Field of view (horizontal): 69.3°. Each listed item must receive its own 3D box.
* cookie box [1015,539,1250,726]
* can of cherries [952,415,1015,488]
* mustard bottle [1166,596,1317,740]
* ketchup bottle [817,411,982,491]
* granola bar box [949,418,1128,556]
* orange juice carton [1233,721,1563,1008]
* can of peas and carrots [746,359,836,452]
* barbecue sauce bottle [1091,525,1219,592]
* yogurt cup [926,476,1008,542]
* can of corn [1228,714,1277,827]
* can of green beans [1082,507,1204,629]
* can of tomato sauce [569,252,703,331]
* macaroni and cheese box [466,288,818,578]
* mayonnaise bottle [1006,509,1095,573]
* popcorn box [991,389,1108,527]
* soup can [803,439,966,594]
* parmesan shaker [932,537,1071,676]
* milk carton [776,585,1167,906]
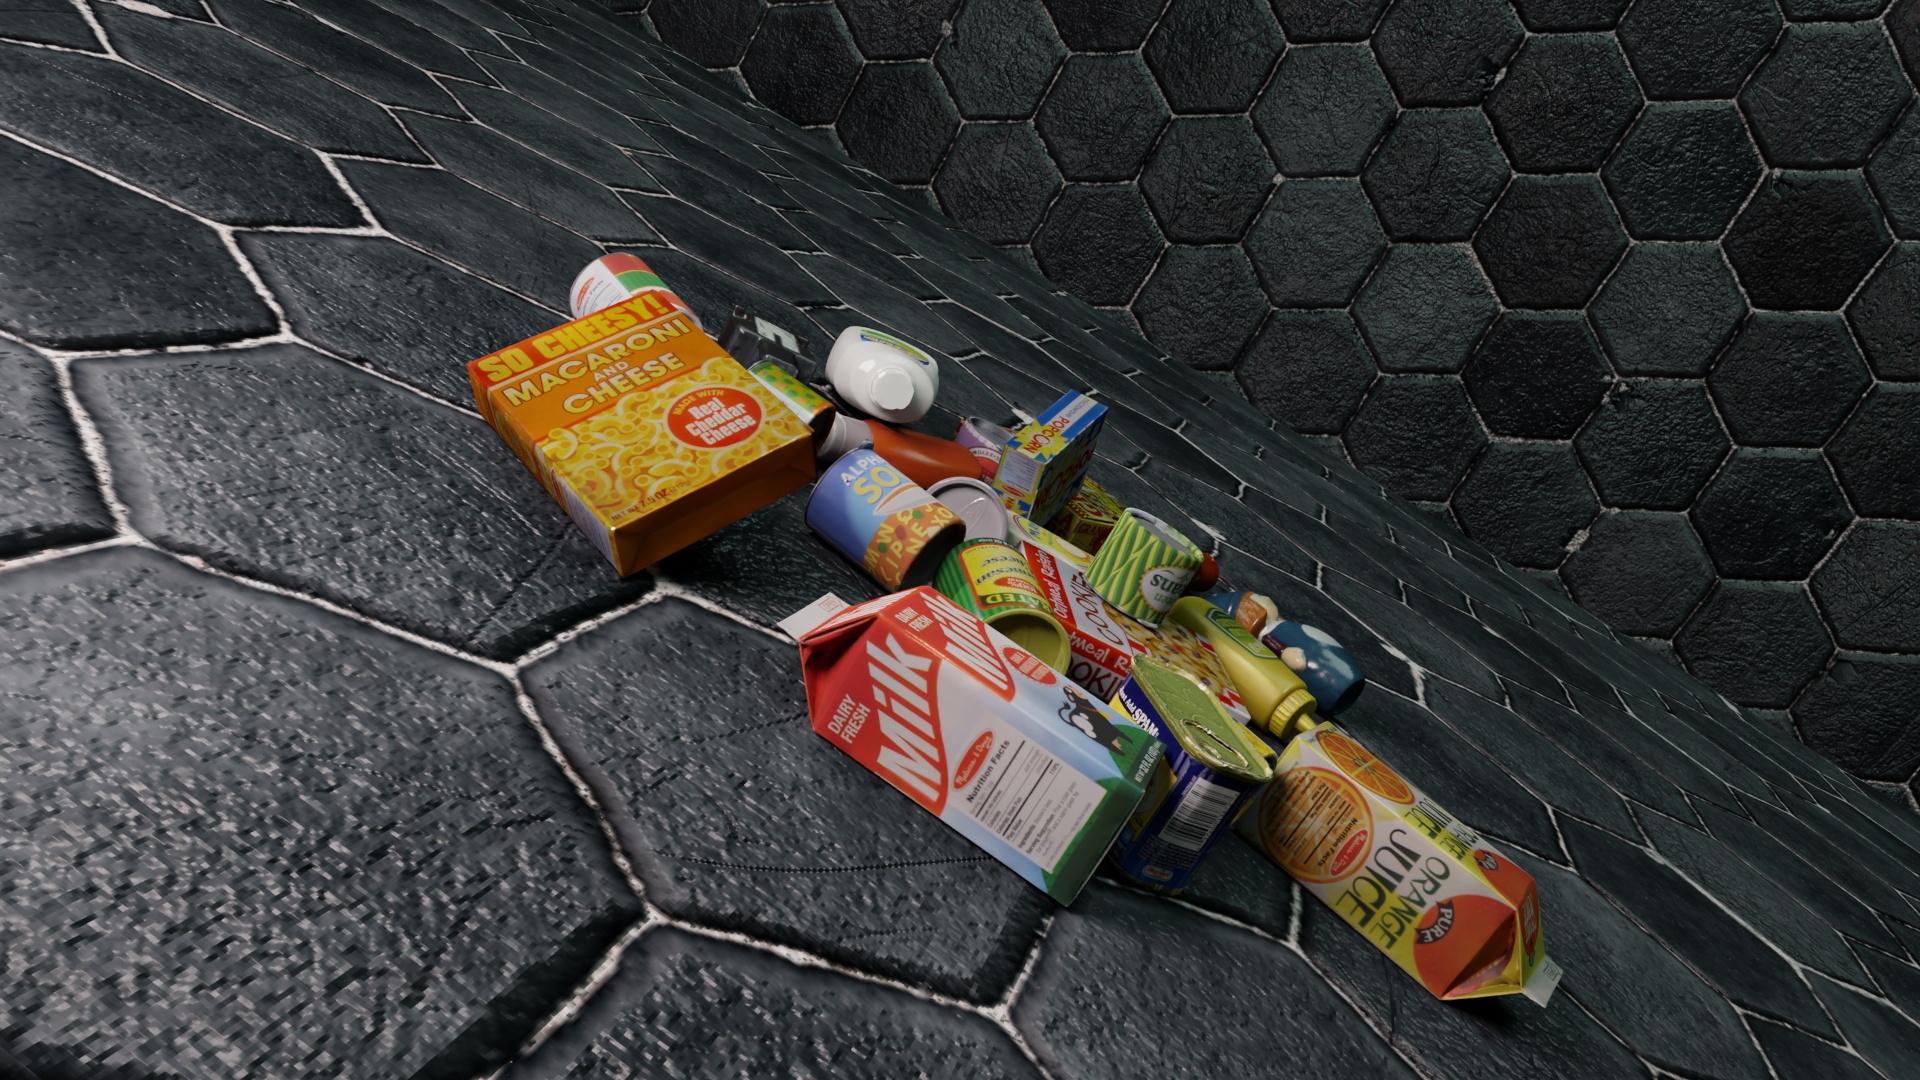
[{"bbox_3d":[0.107,0.073,0.963,0.167,0.040,0.123,28,17,-14],"label":"cookie box"},{"bbox_3d":[0.020,-0.063,1.167,0.071,0.058,0.072,29,17,-9],"label":"can of cherries"},{"bbox_3d":[0.219,0.104,1.046,0.065,0.048,0.160,7,29,-50],"label":"mustard bottle"},{"bbox_3d":[-0.053,-0.068,1.081,0.149,0.043,0.065,13,18,-44],"label":"ketchup bottle"},{"bbox_3d":[0.081,-0.045,1.251,0.124,0.039,0.166,8,28,-51],"label":"granola bar box"},{"bbox_3d":[0.265,0.198,0.819,0.193,0.072,0.072,39,18,23],"label":"orange juice carton"},{"bbox_3d":[-0.127,-0.082,0.960,0.059,0.070,0.071,34,17,9],"label":"can of peas and carrots"},{"bbox_3d":[0.178,0.022,1.217,0.149,0.043,0.065,9,35,-52],"label":"barbecue sauce bottle"},{"bbox_3d":[0.004,-0.012,0.991,0.072,0.072,0.054,32,8,5],"label":"yogurt cup"},{"bbox_3d":[0.140,0.132,0.811,0.058,0.071,0.071,41,19,30],"label":"can of corn"},{"bbox_3d":[0.130,0.018,0.984,0.071,0.057,0.071,29,16,-9],"label":"can of green beans"},{"bbox_3d":[-0.231,-0.158,0.999,0.071,0.071,0.083,10,27,-50],"label":"can of tomato sauce"},{"bbox_3d":[-0.177,-0.065,0.769,0.124,0.040,0.167,-29,52,-27],"label":"macaroni and cheese box"},{"bbox_3d":[0.049,0.007,1.045,0.148,0.041,0.065,30,18,-5],"label":"mayonnaise bottle"},{"bbox_3d":[0.069,-0.059,1.121,0.038,0.084,0.127,28,37,16],"label":"popcorn box"},{"bbox_3d":[-0.047,-0.013,0.890,0.084,0.071,0.071,37,18,19],"label":"soup can"},{"bbox_3d":[0.020,0.047,0.845,0.071,0.071,0.103,24,18,-21],"label":"parmesan shaker"},{"bbox_3d":[-0.001,0.086,0.686,0.191,0.073,0.072,33,17,9],"label":"milk carton"}]
